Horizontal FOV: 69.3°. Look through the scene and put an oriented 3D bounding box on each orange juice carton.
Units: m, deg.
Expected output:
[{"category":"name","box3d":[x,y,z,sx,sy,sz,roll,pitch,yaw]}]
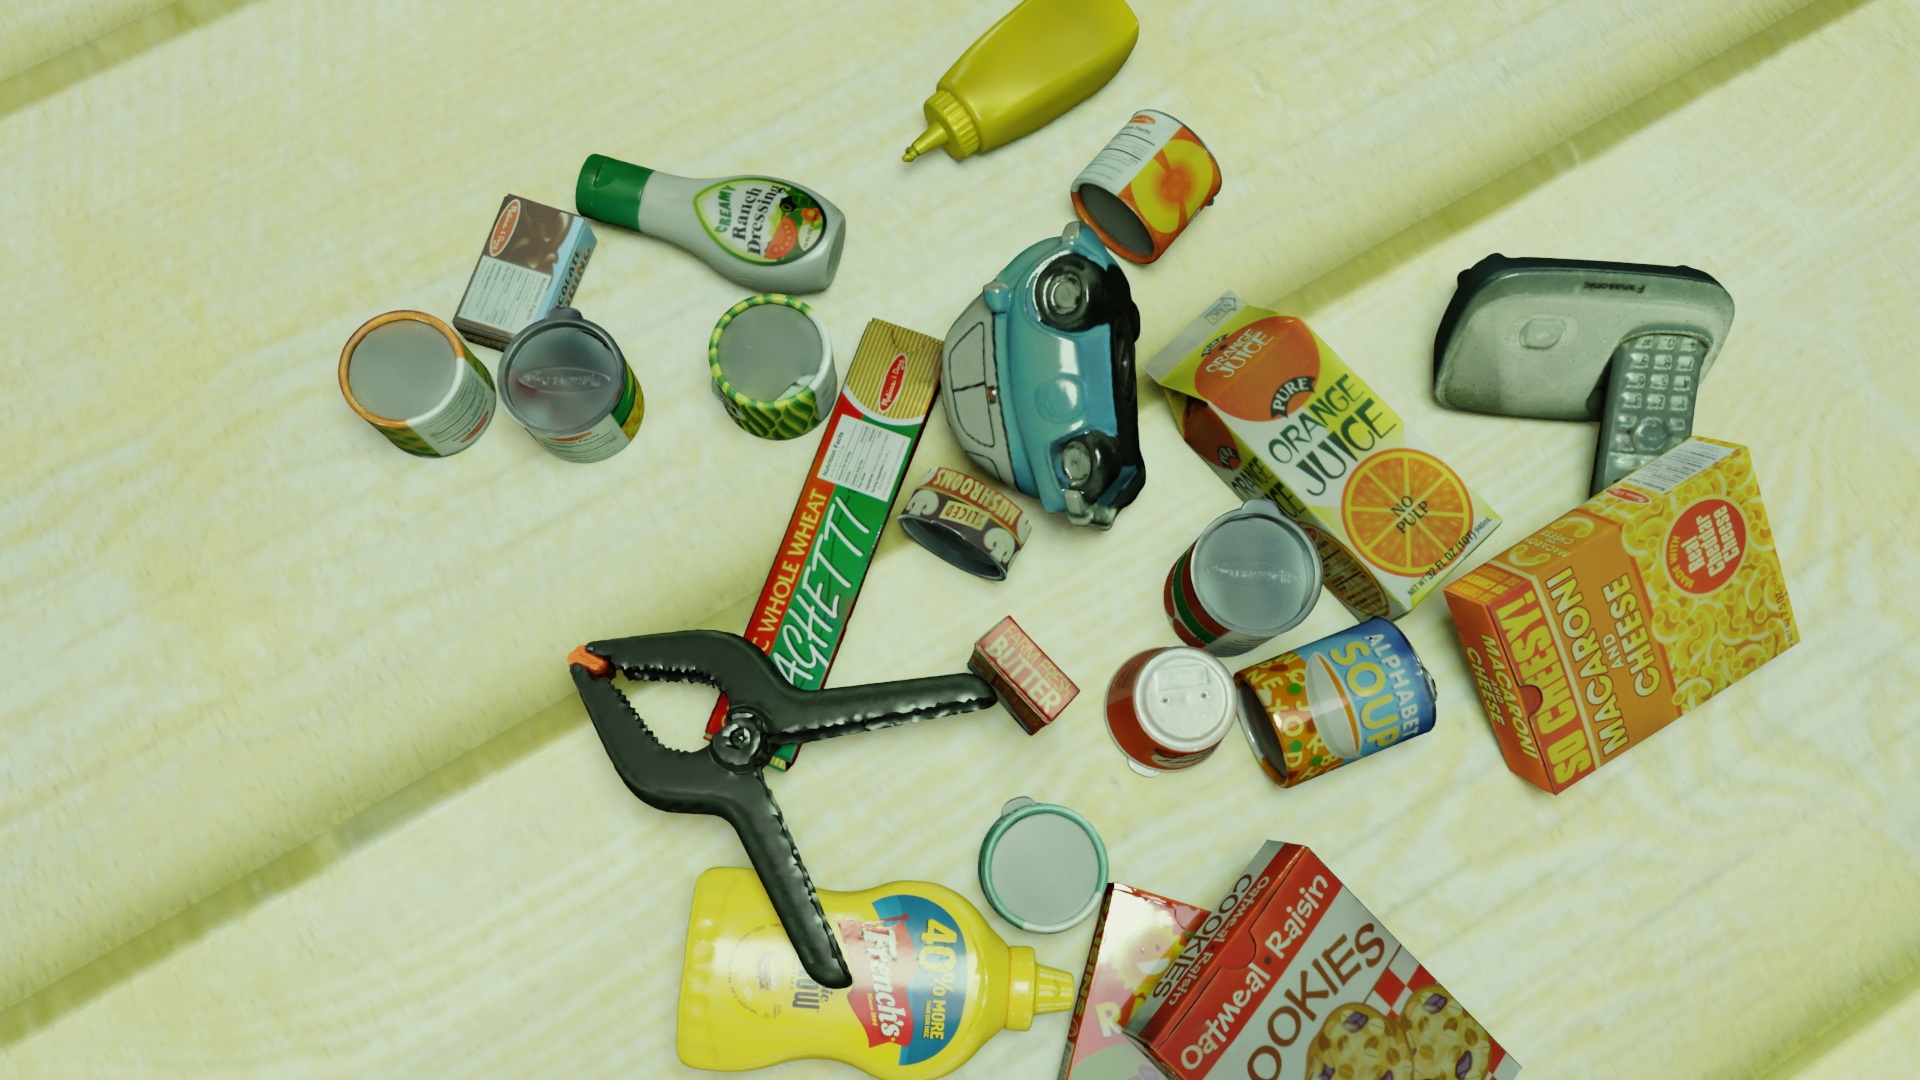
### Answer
[{"category":"orange juice carton","box3d":[0.189,-0.048,0.753,0.072,0.073,0.193,-41,82,-10]}]

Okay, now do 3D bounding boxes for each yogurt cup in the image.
[{"category":"yogurt cup","box3d":[0.113,0.086,0.729,0.072,0.054,0.072,1,77,-3]}]

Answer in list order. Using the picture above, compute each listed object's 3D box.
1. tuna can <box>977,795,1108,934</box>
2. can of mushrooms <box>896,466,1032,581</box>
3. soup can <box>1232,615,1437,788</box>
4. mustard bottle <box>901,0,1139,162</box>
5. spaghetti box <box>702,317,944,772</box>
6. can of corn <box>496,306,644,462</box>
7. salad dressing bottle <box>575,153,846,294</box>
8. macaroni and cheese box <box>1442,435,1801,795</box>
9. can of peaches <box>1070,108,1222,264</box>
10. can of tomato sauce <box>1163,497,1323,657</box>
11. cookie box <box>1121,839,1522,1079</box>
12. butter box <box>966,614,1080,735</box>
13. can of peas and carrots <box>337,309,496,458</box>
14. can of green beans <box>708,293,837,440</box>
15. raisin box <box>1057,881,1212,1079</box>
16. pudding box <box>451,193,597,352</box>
[{"category":"tuna can","box3d":[0.042,0.167,0.718,0.071,0.032,0.071,1,78,-3]},{"category":"can of mushrooms","box3d":[0.003,-0.009,0.738,0.071,0.071,0.033,29,77,4]},{"category":"soup can","box3d":[0.194,0.084,0.724,0.084,0.071,0.071,-21,79,-6]},{"category":"mustard bottle","box3d":[0.028,-0.266,0.809,0.160,0.048,0.065,-37,81,-9]},{"category":"spaghetti box","box3d":[-0.070,0.000,0.754,0.050,0.028,0.250,20,77,2]},{"category":"can of corn","box3d":[-0.209,-0.083,0.752,0.071,0.058,0.071,0,77,-2]},{"category":"salad dressing bottle","box3d":[-0.141,-0.182,0.785,0.148,0.044,0.064,15,76,1]},{"category":"macaroni and cheese box","box3d":[0.350,0.039,0.730,0.167,0.040,0.123,-30,109,-8]},{"category":"can of peaches","box3d":[0.106,-0.198,0.789,0.071,0.071,0.058,41,79,6]},{"category":"can of tomato sauce","box3d":[0.145,0.022,0.730,0.071,0.083,0.071,1,77,-2]},{"category":"cookie box","box3d":[0.177,0.247,0.672,0.167,0.040,0.123,46,71,-9]},{"category":"butter box","box3d":[0.030,0.070,0.704,0.024,0.103,0.053,-42,83,-9]},{"category":"can of peas and carrots","box3d":[-0.294,-0.085,0.749,0.071,0.058,0.071,1,77,-3]},{"category":"can of green beans","box3d":[-0.102,-0.094,0.759,0.071,0.057,0.071,0,77,-2]},{"category":"raisin box","box3d":[0.100,0.244,0.700,0.086,0.040,0.123,16,76,2]},{"category":"pudding box","box3d":[-0.243,-0.146,0.779,0.050,0.030,0.084,17,77,3]}]
